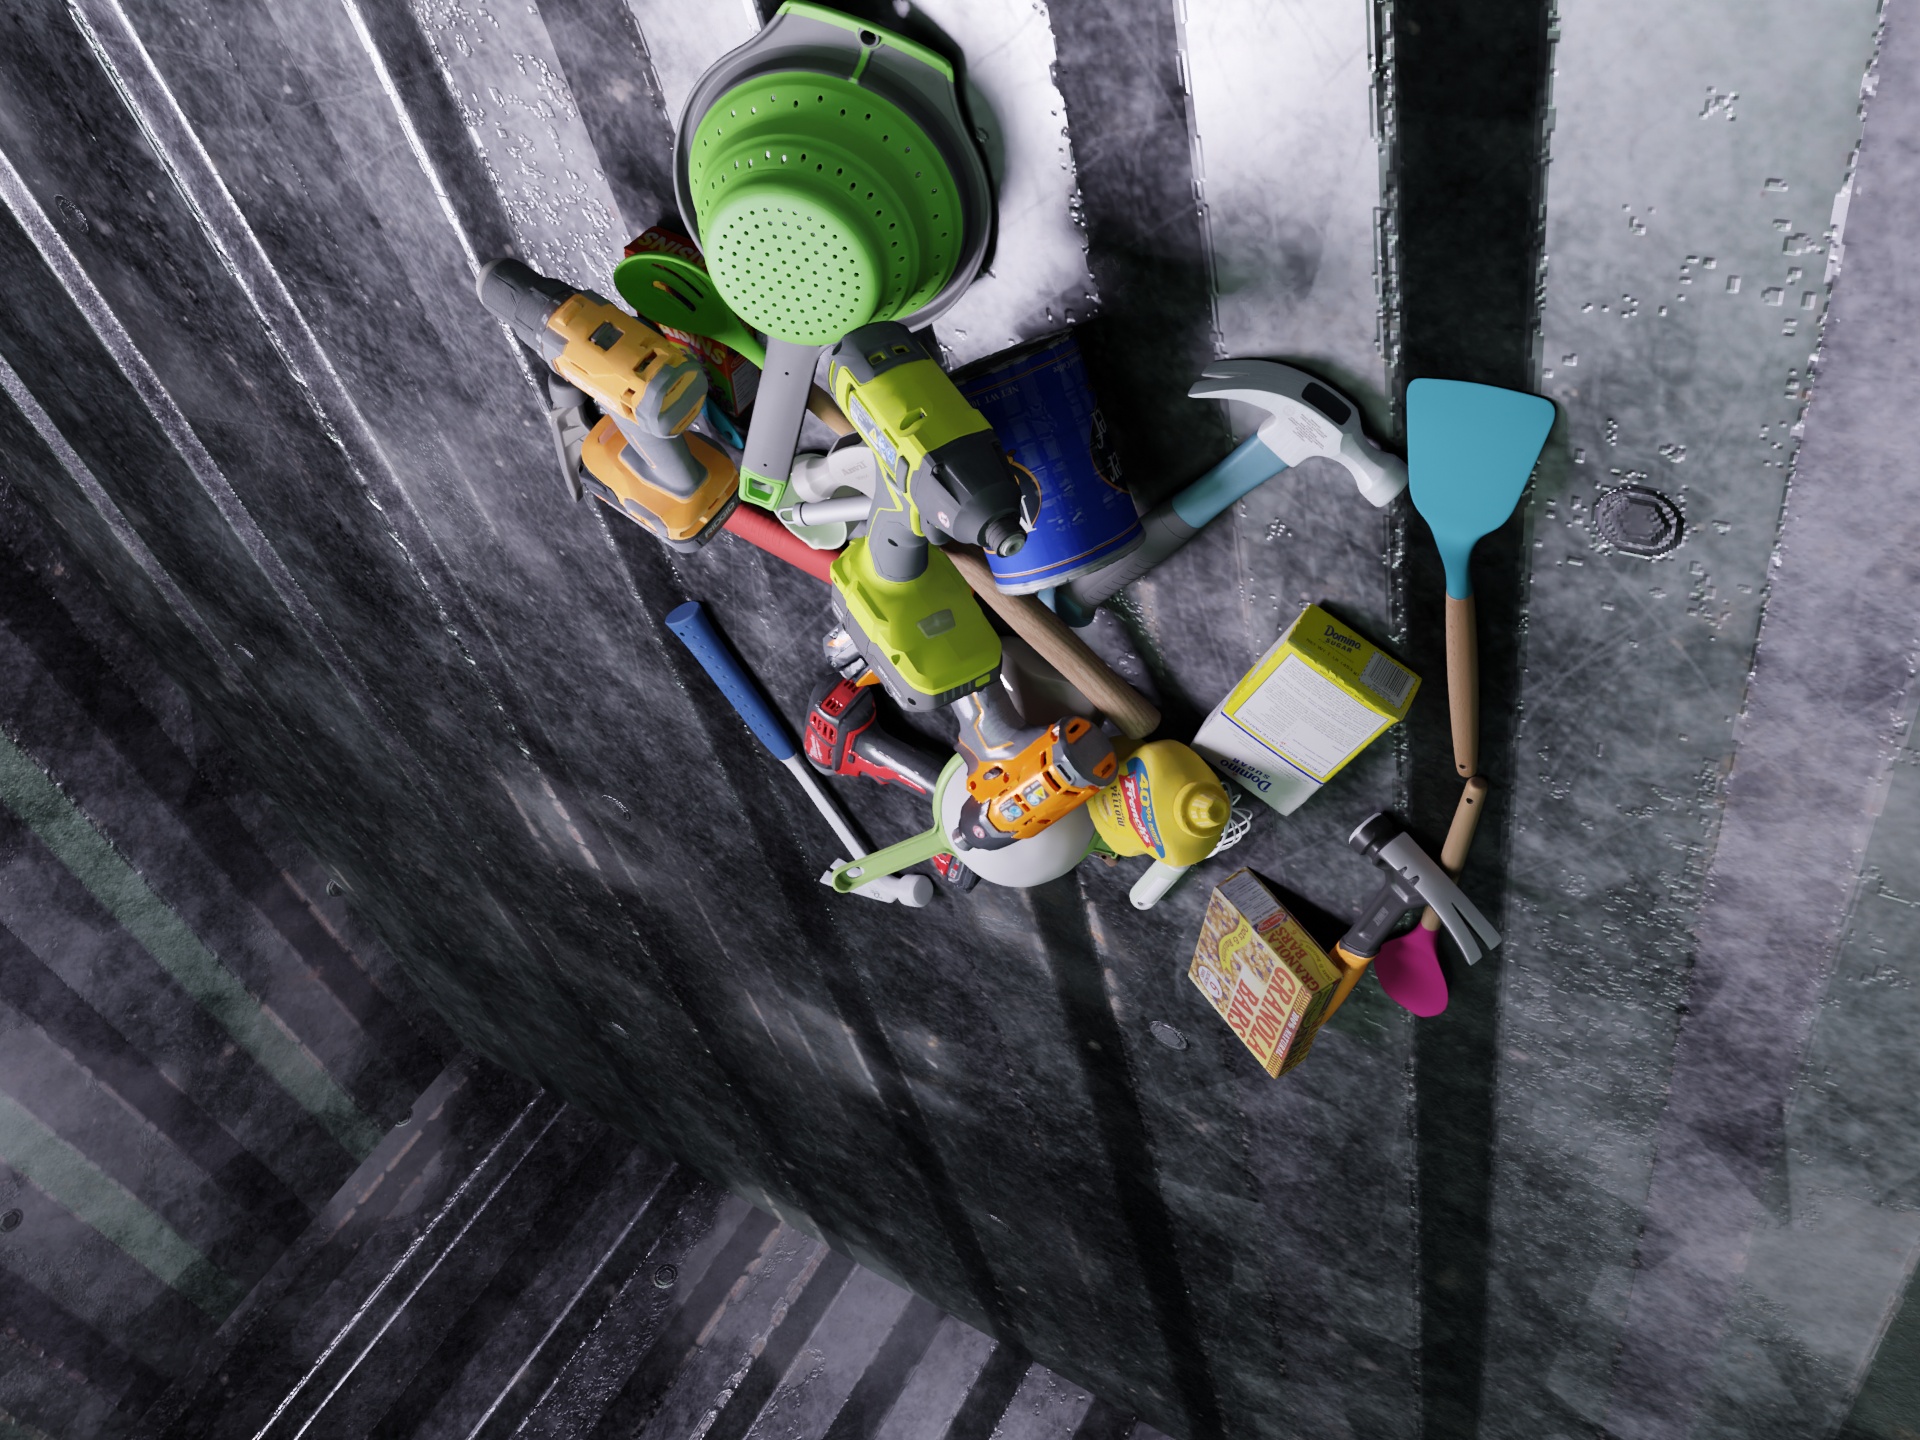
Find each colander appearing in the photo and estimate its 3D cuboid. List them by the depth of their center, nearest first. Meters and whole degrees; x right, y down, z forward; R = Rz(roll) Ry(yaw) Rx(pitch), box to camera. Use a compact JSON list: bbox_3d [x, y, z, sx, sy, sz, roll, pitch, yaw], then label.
[{"bbox_3d":[-0.110,-0.251,1.027,0.204,0.095,0.396,20,142,-3],"label":"colander"}]

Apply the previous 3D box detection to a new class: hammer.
[{"bbox_3d":[0.145,-0.132,1.056,0.128,0.033,0.331,42,150,-8],"label":"hammer"},{"bbox_3d":[0.034,-0.092,1.145,0.331,0.031,0.130,41,147,-28],"label":"hammer"},{"bbox_3d":[0.324,0.198,1.295,0.127,0.034,0.336,49,157,20],"label":"hammer"},{"bbox_3d":[-0.201,-0.175,1.361,0.359,0.037,0.149,29,149,16],"label":"hammer"},{"bbox_3d":[-0.177,0.043,1.633,0.144,0.035,0.405,2,135,45],"label":"hammer"}]

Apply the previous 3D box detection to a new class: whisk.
[{"bbox_3d":[0.186,0.114,1.340,0.058,0.059,0.246,10,154,-7],"label":"whisk"}]

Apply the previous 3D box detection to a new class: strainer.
[{"bbox_3d":[-0.028,-0.162,1.150,0.258,0.050,0.086,-2,138,31],"label":"strainer"},{"bbox_3d":[0.002,0.108,1.361,0.256,0.069,0.151,-22,114,13],"label":"strainer"}]

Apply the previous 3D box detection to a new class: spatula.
[{"bbox_3d":[0.313,-0.070,0.977,0.082,0.044,0.317,18,149,30],"label":"spatula"}]

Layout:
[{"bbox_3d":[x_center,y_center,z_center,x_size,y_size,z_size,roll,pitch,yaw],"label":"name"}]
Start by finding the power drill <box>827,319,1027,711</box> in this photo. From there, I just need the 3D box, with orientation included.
[{"bbox_3d":[-0.021,-0.111,0.984,0.171,0.080,0.223,55,158,26],"label":"power drill"}]

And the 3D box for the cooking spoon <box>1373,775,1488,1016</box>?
[{"bbox_3d":[0.364,0.141,1.212,0.069,0.017,0.318,34,152,27],"label":"cooking spoon"}]

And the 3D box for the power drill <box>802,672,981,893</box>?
[{"bbox_3d":[-0.053,0.057,1.486,0.220,0.078,0.143,35,150,10],"label":"power drill"}]

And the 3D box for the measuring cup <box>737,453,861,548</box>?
[{"bbox_3d":[-0.149,-0.194,1.280,0.168,0.038,0.083,26,148,24],"label":"measuring cup"}]

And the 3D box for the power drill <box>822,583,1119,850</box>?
[{"bbox_3d":[-0.002,-0.004,1.245,0.226,0.084,0.164,51,128,0],"label":"power drill"}]

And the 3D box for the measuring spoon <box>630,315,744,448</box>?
[{"bbox_3d":[-0.214,-0.250,1.204,0.128,0.021,0.042,47,150,-12],"label":"measuring spoon"}]

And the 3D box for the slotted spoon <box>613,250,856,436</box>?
[{"bbox_3d":[-0.110,-0.235,1.145,0.313,0.031,0.070,36,143,-20],"label":"slotted spoon"}]

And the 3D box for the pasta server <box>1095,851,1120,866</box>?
[{"bbox_3d":[0.037,0.022,1.377,0.060,0.040,0.316,-22,117,44],"label":"pasta server"}]

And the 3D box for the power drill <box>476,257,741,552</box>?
[{"bbox_3d":[-0.257,-0.235,1.173,0.185,0.084,0.226,34,164,14],"label":"power drill"}]
